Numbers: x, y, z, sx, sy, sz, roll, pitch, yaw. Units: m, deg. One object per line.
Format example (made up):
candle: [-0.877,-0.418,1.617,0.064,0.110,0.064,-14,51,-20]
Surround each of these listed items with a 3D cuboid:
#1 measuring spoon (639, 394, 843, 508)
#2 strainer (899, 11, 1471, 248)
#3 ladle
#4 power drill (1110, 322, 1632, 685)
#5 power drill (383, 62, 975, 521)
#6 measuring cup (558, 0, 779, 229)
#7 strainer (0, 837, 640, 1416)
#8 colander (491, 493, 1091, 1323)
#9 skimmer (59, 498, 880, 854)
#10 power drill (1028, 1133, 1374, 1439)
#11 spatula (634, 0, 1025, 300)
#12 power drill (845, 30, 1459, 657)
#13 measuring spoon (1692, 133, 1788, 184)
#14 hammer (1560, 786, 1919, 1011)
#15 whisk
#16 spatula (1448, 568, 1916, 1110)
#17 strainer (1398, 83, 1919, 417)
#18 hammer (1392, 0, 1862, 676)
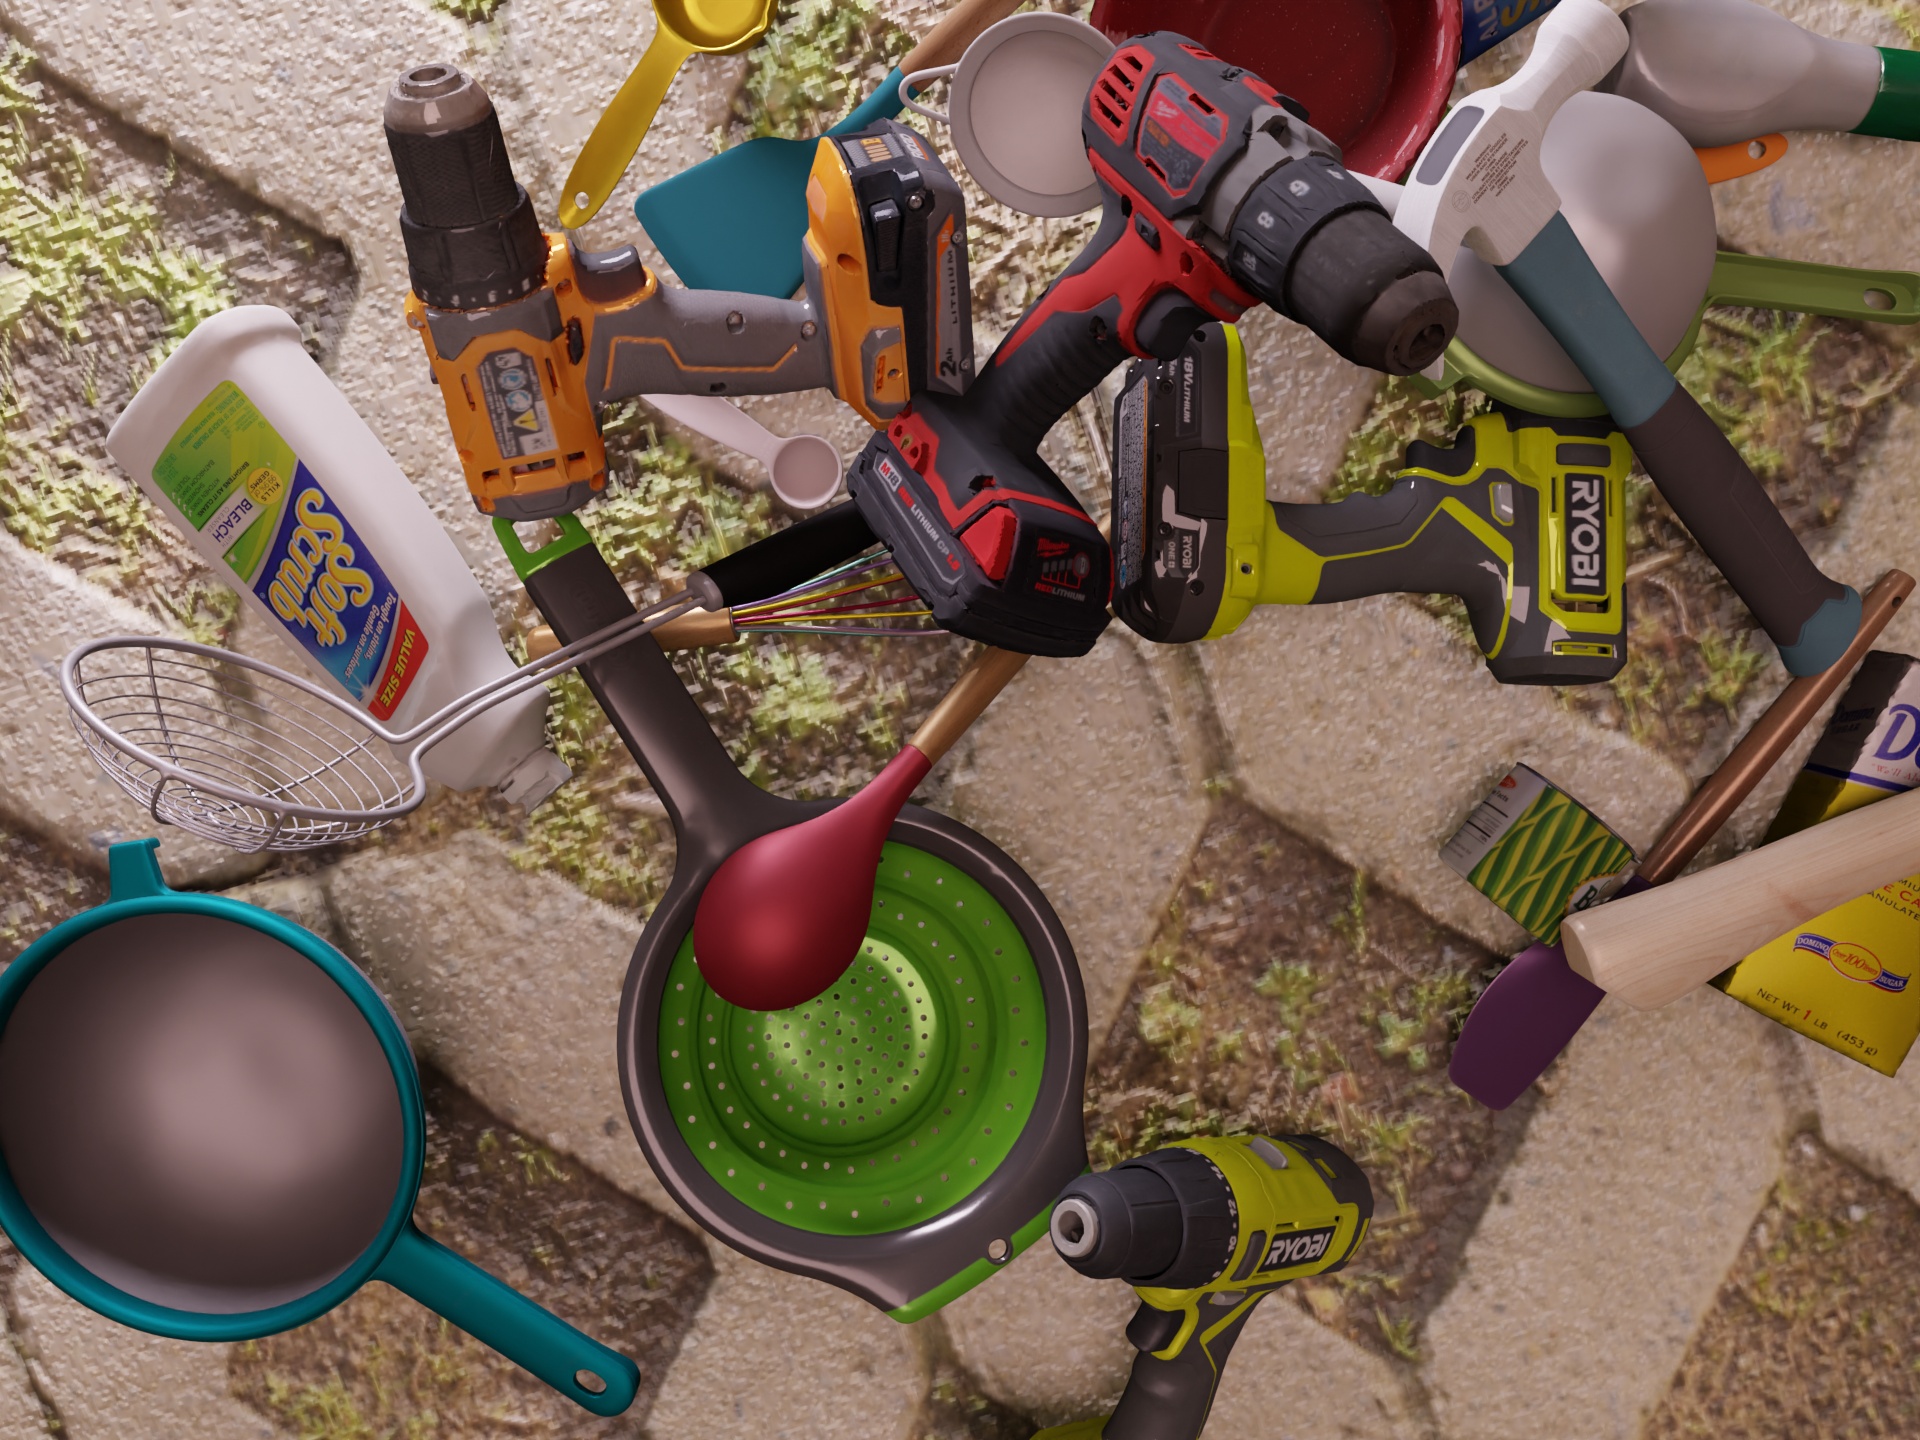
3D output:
measuring spoon: [-0.109,-0.140,0.753,0.124,0.018,0.034,32,96,5]
strainer: [0.100,-0.237,0.667,0.258,0.050,0.086,21,134,13]
ladle: [-0.001,-0.002,0.701,0.069,0.031,0.315,42,73,-5]
power drill: [0.184,-0.106,0.703,0.223,0.080,0.171,2,85,-8]
power drill: [-0.114,-0.188,0.657,0.226,0.084,0.185,-14,133,-10]
measuring cup: [-0.139,-0.294,0.734,0.062,0.029,0.156,37,108,-2]
strainer: [-0.289,0.209,0.755,0.340,0.095,0.211,35,99,-4]
colander: [-0.096,0.074,0.730,0.204,0.094,0.397,-32,86,-15]
skimmer: [-0.157,-0.051,0.640,0.363,0.127,0.090,-29,138,-29]
power drill: [0.079,0.290,0.716,0.080,0.190,0.228,33,104,43]
spatula: [-0.004,-0.298,0.695,0.317,0.044,0.082,-37,96,20]
power drill: [0.068,-0.128,0.610,0.226,0.080,0.188,-54,50,25]
measuring spoon: [0.320,-0.251,0.725,0.117,0.011,0.021,-11,96,3]
hammer: [0.460,0.025,0.694,0.410,0.038,0.146,-19,95,1]
whisk: [-0.085,-0.053,0.745,0.245,0.047,0.051,-8,99,6]
spatula: [0.340,0.056,0.752,0.059,0.018,0.316,36,96,-22]
strainer: [0.313,-0.204,0.675,0.256,0.069,0.151,5,75,-8]
hammer: [0.288,-0.123,0.650,0.330,0.033,0.128,38,99,-30]
